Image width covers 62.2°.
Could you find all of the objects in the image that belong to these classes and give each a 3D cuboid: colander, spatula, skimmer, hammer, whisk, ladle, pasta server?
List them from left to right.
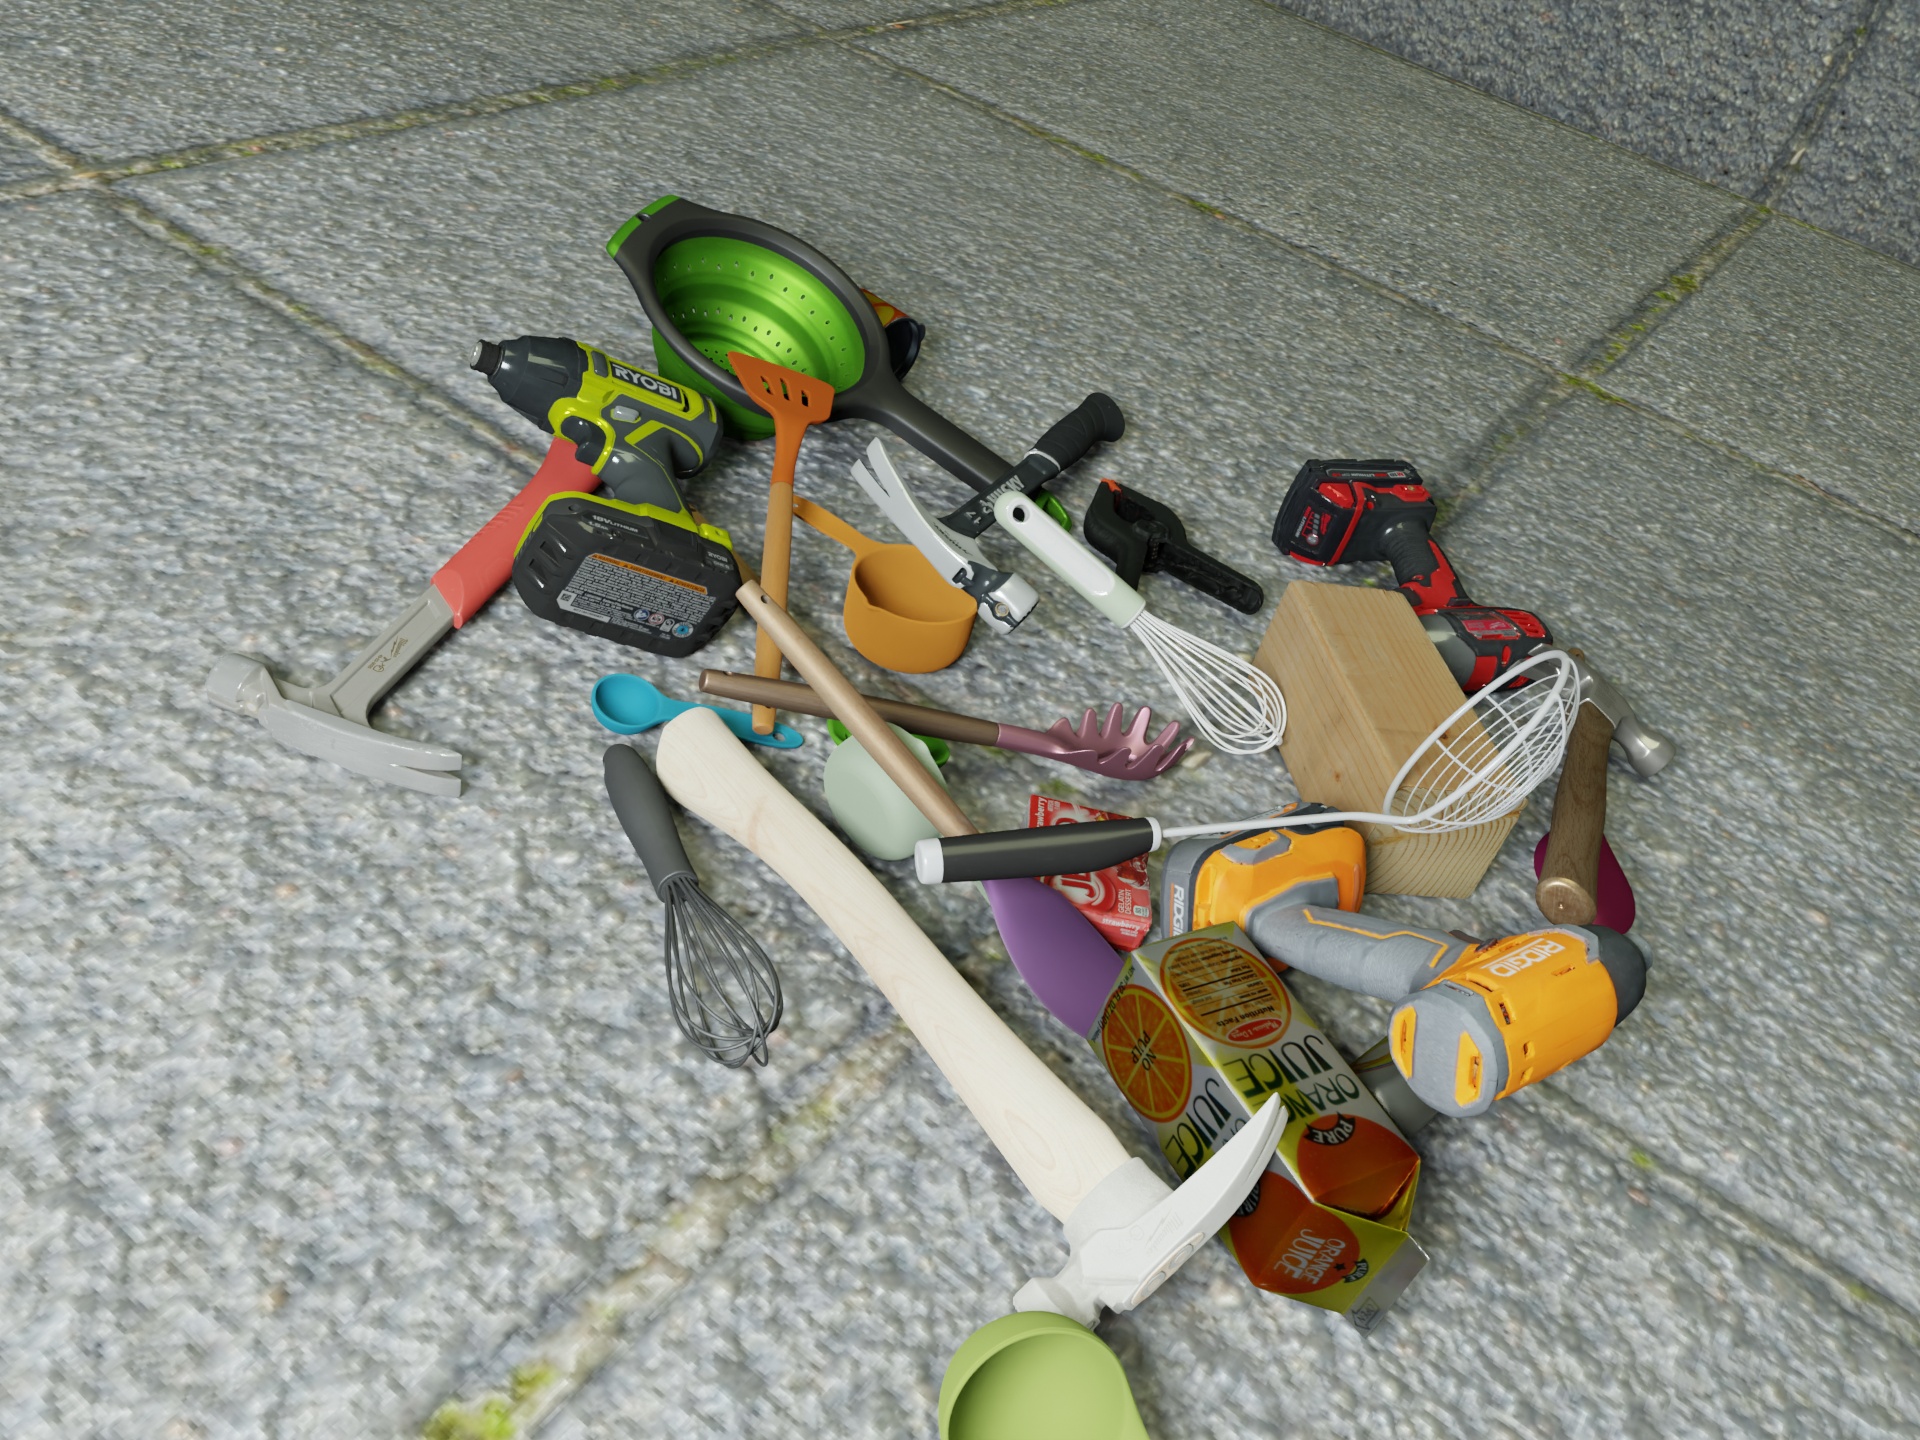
[{"bbox_3d":[-0.293,-0.090,0.991,0.149,0.036,0.359,20,39,5],"label":"hammer"},{"bbox_3d":[-0.145,0.087,0.823,0.055,0.055,0.239,-7,39,-27],"label":"whisk"},{"bbox_3d":[-0.120,-0.126,1.033,0.081,0.041,0.323,15,55,-22],"label":"spatula"},{"bbox_3d":[-0.097,-0.235,1.213,0.397,0.094,0.205,35,44,-5],"label":"colander"},{"bbox_3d":[-0.025,0.111,0.797,0.146,0.038,0.411,-41,55,-8],"label":"hammer"},{"bbox_3d":[-0.012,0.048,0.841,0.316,0.018,0.060,49,50,1],"label":"spatula"},{"bbox_3d":[-0.002,-0.003,0.945,0.316,0.040,0.060,11,22,-26],"label":"pasta server"},{"bbox_3d":[0.049,-0.186,1.168,0.149,0.036,0.409,43,30,-1],"label":"hammer"},{"bbox_3d":[0.117,-0.064,1.031,0.246,0.058,0.059,40,-4,-8],"label":"whisk"},{"bbox_3d":[0.151,0.024,0.826,0.363,0.127,0.090,-5,82,-13],"label":"skimmer"},{"bbox_3d":[0.125,0.342,0.596,0.320,0.078,0.062,36,3,17],"label":"ladle"},{"bbox_3d":[0.393,0.039,1.008,0.130,0.031,0.331,45,32,2],"label":"hammer"}]

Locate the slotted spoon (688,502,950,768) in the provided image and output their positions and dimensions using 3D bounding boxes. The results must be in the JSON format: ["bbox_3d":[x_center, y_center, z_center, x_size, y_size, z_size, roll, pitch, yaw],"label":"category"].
[{"bbox_3d":[-0.109,-0.055,1.023,0.070,0.031,0.314,-5,40,-40],"label":"slotted spoon"}]

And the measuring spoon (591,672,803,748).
[{"bbox_3d":[-0.157,0.004,0.946,0.128,0.021,0.042,14,44,-18],"label":"measuring spoon"}]

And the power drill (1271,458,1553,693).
[{"bbox_3d":[0.333,-0.105,1.206,0.143,0.078,0.220,-4,45,-23],"label":"power drill"}]

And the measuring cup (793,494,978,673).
[{"bbox_3d":[-0.064,-0.093,1.065,0.174,0.052,0.095,35,42,26],"label":"measuring cup"}]

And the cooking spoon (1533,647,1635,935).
[{"bbox_3d":[0.432,0.039,1.107,0.069,0.017,0.319,21,39,3],"label":"cooking spoon"}]

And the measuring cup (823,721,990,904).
[{"bbox_3d":[-0.016,0.075,0.874,0.038,0.083,0.168,-30,72,-33],"label":"measuring cup"}]

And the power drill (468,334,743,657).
[{"bbox_3d":[-0.227,-0.155,1.018,0.171,0.080,0.223,17,39,-35],"label":"power drill"}]

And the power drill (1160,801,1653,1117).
[{"bbox_3d":[0.232,0.115,0.828,0.164,0.084,0.227,-14,23,-33],"label":"power drill"}]
